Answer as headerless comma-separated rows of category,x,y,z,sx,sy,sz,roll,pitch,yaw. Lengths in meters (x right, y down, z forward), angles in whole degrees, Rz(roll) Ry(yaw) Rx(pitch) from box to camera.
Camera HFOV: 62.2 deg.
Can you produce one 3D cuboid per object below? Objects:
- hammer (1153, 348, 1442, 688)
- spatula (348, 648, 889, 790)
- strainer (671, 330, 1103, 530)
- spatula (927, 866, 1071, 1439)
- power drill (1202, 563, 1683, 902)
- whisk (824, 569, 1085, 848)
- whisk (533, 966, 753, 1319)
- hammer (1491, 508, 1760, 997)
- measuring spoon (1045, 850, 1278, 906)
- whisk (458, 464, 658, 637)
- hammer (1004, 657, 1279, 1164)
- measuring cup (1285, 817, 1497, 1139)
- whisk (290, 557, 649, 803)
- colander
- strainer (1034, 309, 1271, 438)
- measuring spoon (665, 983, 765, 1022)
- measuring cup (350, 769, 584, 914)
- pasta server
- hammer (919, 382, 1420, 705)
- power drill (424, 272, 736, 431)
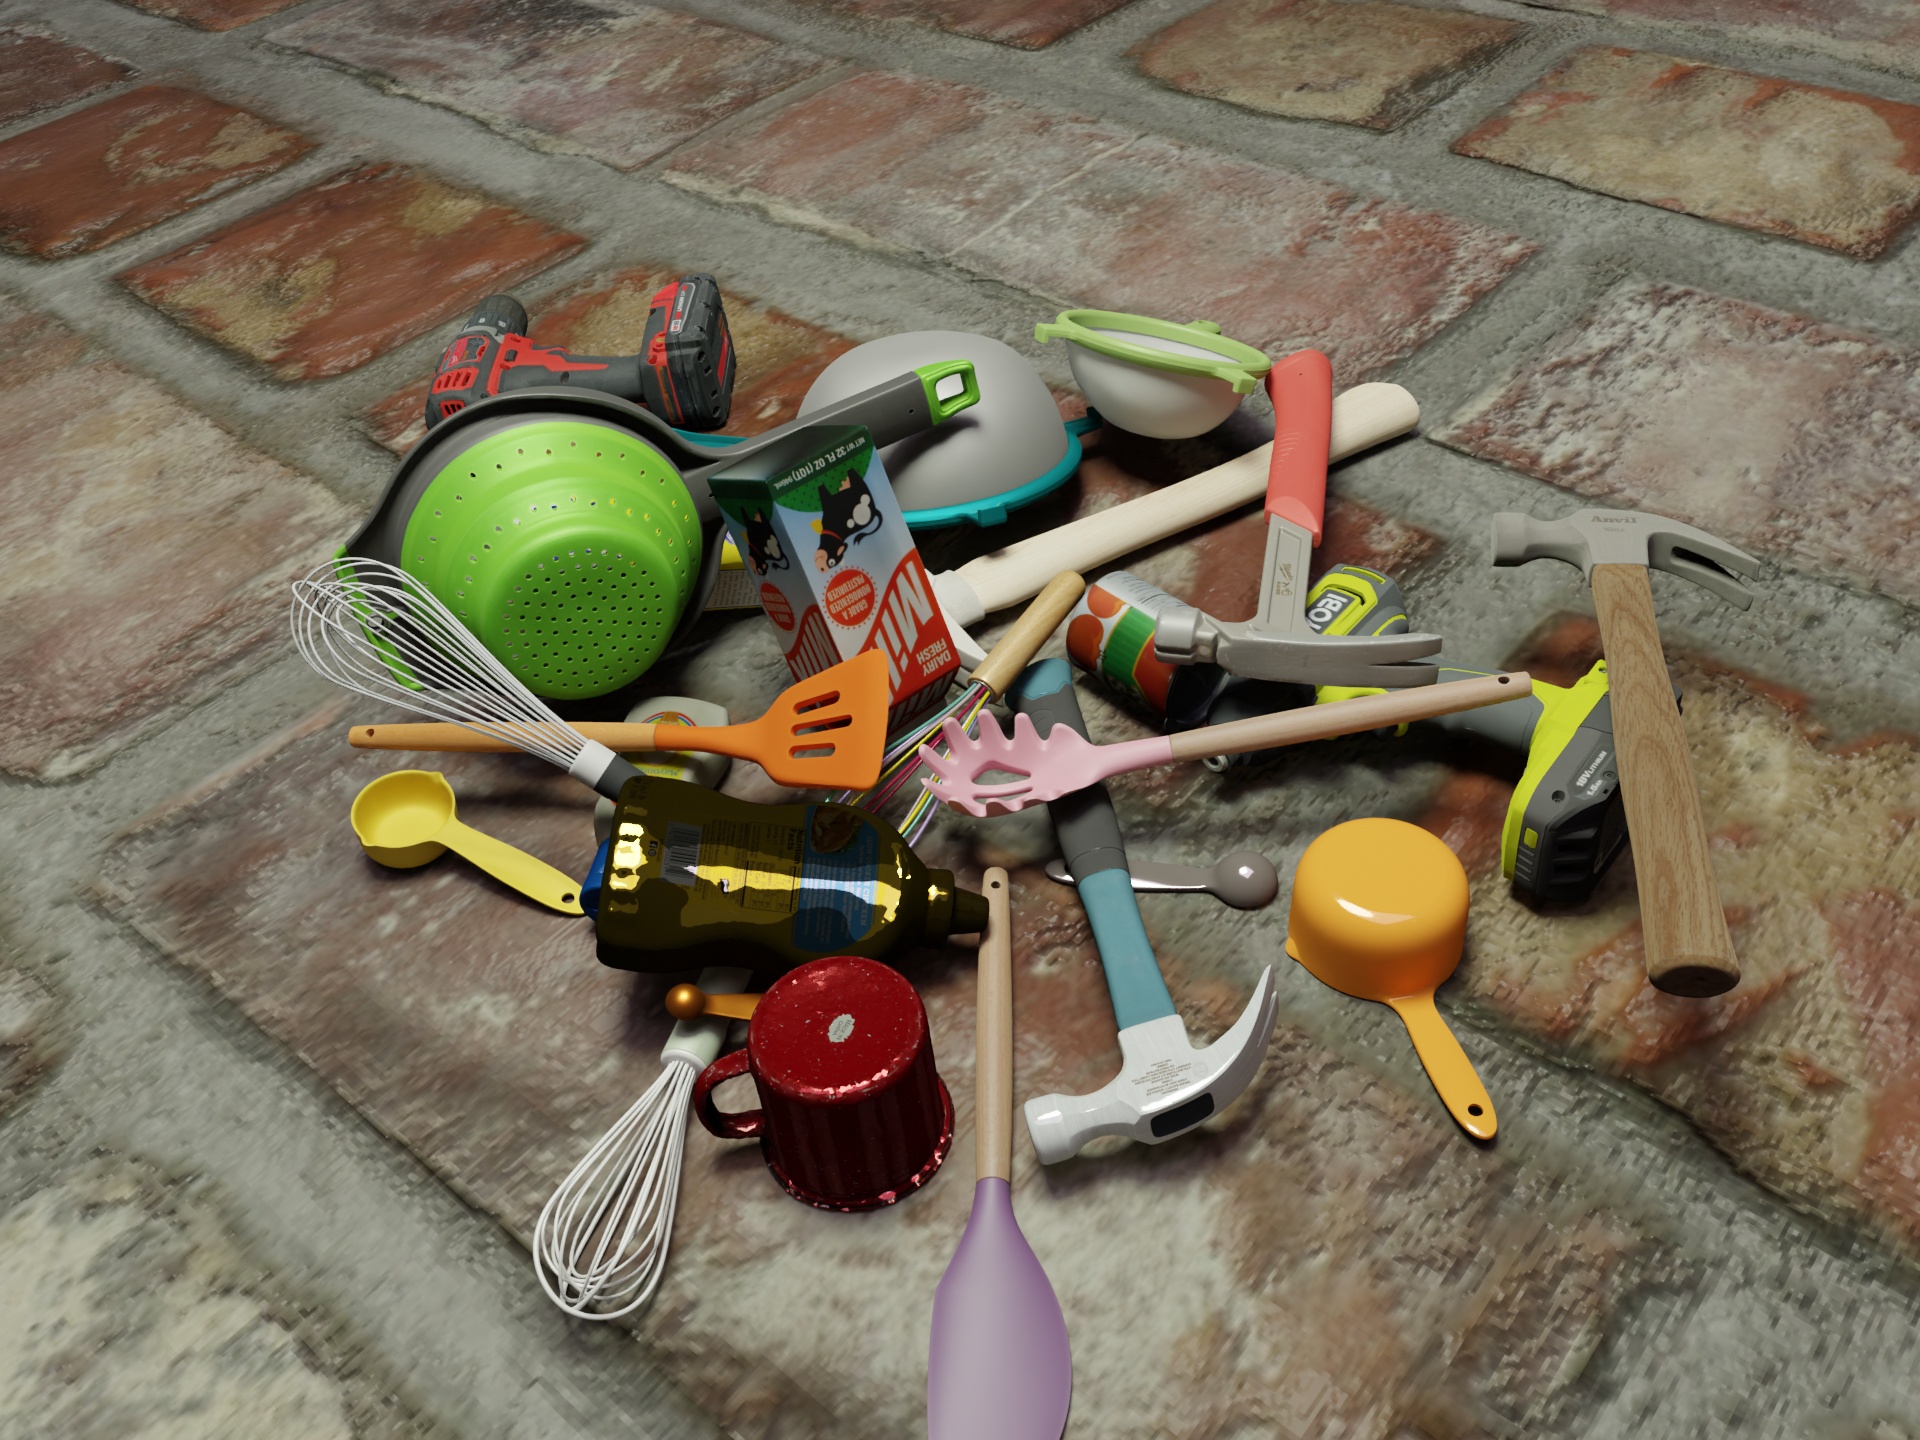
hammer,0.215,-0.137,0.973,0.149,0.036,0.359,5,38,13
spatula,-0.193,0.005,0.882,0.322,0.041,0.081,0,68,10
strainer,-0.083,-0.220,1.112,0.340,0.095,0.211,8,33,24
spatula,0.018,0.192,0.736,0.060,0.018,0.316,2,44,-1
power drill,0.256,0.004,0.871,0.223,0.080,0.171,25,51,34
whisk,-0.003,-0.003,0.903,0.051,0.047,0.245,43,62,-7
whisk,-0.134,0.172,0.761,0.059,0.057,0.246,32,42,-10
hammer,0.337,-0.002,0.775,0.130,0.031,0.332,1,42,13
measuring spoon,0.106,0.079,0.847,0.124,0.018,0.034,2,44,11
whisk,-0.274,-0.116,1.081,0.055,0.055,0.239,-35,54,-28
hammer,0.070,0.076,0.829,0.128,0.033,0.331,-16,39,2
measuring cup,0.219,0.117,0.767,0.095,0.052,0.174,-11,41,-6
whisk,-0.221,0.005,0.834,0.284,0.070,0.070,33,46,-9
colander,-0.154,-0.113,0.928,0.397,0.204,0.095,-25,40,-11
strainer,0.150,-0.249,1.148,0.151,0.069,0.256,18,22,13
measuring spoon,-0.086,0.139,0.778,0.117,0.011,0.021,7,42,-20
measuring cup,-0.272,0.078,0.894,0.156,0.029,0.062,25,50,14
pasta server,0.136,0.006,0.830,0.316,0.040,0.060,-11,52,8
hammer,0.148,-0.136,1.061,0.410,0.038,0.146,-25,47,-19
power drill,-0.297,-0.290,1.251,0.226,0.080,0.188,-6,42,4
